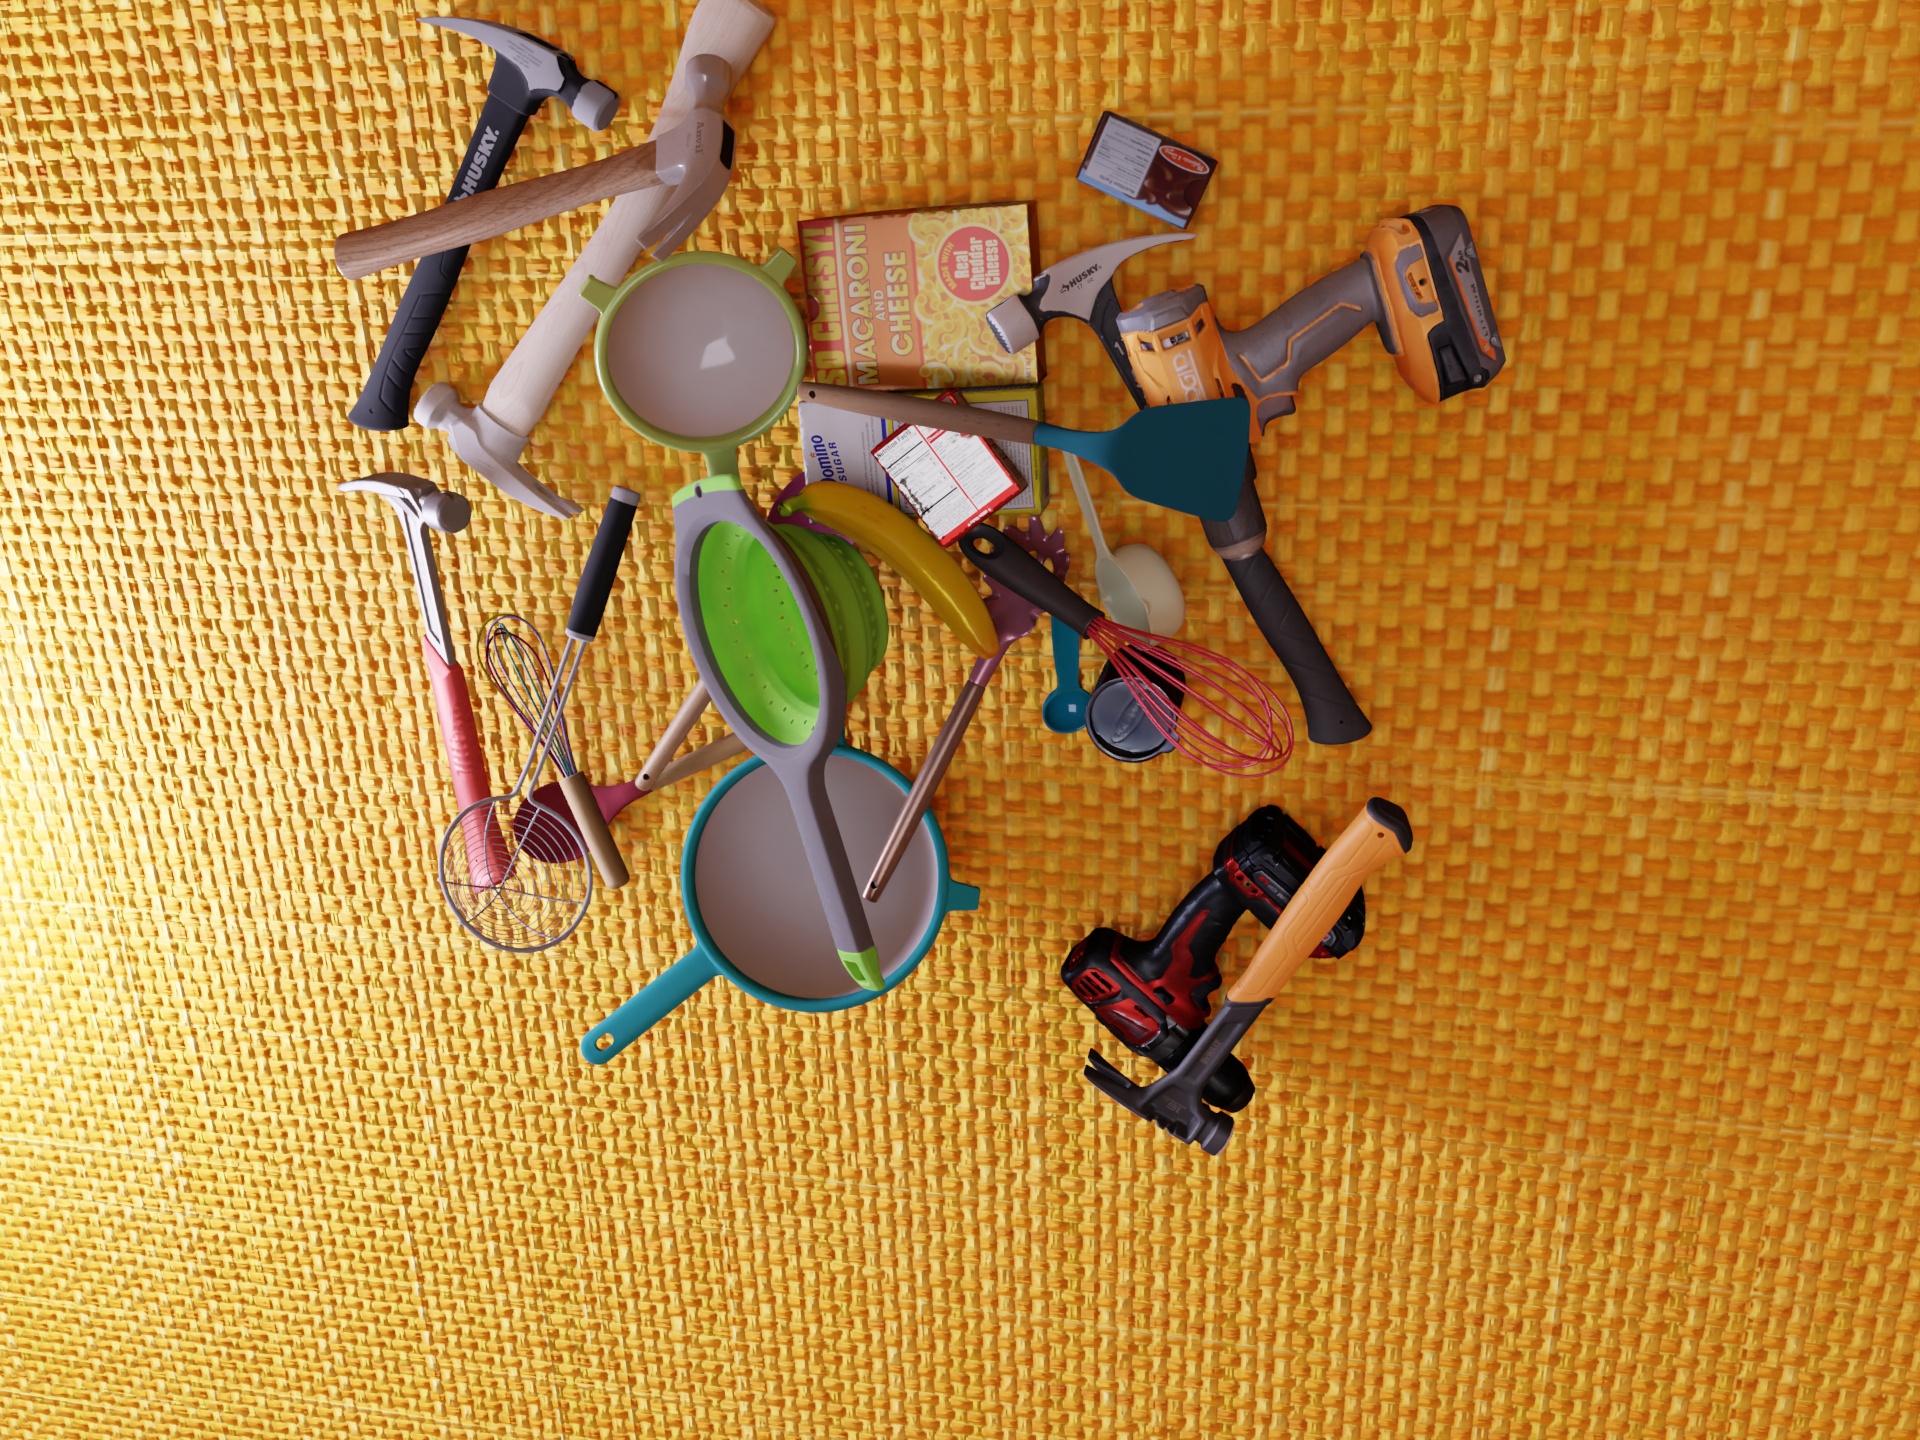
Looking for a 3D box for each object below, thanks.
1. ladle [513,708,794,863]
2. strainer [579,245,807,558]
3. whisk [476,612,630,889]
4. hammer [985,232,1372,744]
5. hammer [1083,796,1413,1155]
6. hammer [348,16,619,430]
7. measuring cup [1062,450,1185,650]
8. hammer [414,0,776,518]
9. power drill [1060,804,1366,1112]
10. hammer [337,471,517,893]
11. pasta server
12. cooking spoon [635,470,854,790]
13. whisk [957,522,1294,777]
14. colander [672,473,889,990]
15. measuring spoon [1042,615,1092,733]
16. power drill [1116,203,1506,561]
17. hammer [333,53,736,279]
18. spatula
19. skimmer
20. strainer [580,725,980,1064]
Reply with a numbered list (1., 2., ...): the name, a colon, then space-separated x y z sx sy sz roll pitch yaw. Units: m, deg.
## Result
1. ladle: -0.237 0.041 1.319 0.315 0.031 0.069 -24 96 18
2. strainer: -0.187 -0.235 1.187 0.151 0.069 0.256 -12 128 -9
3. whisk: -0.333 0.027 1.308 0.051 0.047 0.245 -14 101 55
4. hammer: 0.185 -0.152 1.127 0.149 0.036 0.408 -33 105 1
5. hammer: 0.220 0.184 1.179 0.127 0.034 0.336 30 120 1
6. hammer: -0.389 -0.361 1.195 0.146 0.035 0.334 34 115 -2
7. measuring cup: 0.116 -0.133 1.143 0.038 0.083 0.167 -25 104 -13
8. hammer: -0.250 -0.338 1.170 0.146 0.038 0.410 38 114 -4
9. power drill: 0.213 0.196 1.247 0.188 0.080 0.226 43 117 -5
10. hammer: -0.424 -0.024 1.307 0.149 0.036 0.358 15 120 39
11. pasta server: -0.002 -0.004 1.195 0.060 0.040 0.316 28 96 14
12. cooking spoon: -0.174 -0.067 1.255 0.068 0.017 0.319 35 109 -5
13. whisk: 0.109 -0.056 1.110 0.296 0.073 0.073 38 117 23
14. colander: -0.096 0.003 1.178 0.204 0.094 0.397 -2 108 56
15. measuring spoon: 0.078 -0.047 1.198 0.042 0.021 0.128 -9 126 -5
16. power drill: 0.236 -0.222 1.053 0.226 0.084 0.185 -20 105 6
17. hammer: -0.305 -0.361 1.117 0.331 0.031 0.130 -8 73 22
18. spatula: 0.033 -0.198 1.068 0.317 0.044 0.082 15 117 22
19. skimmer: -0.305 -0.002 1.237 0.127 0.090 0.363 16 97 -35
20. strainer: -0.160 0.160 1.279 0.340 0.095 0.211 -38 88 5
